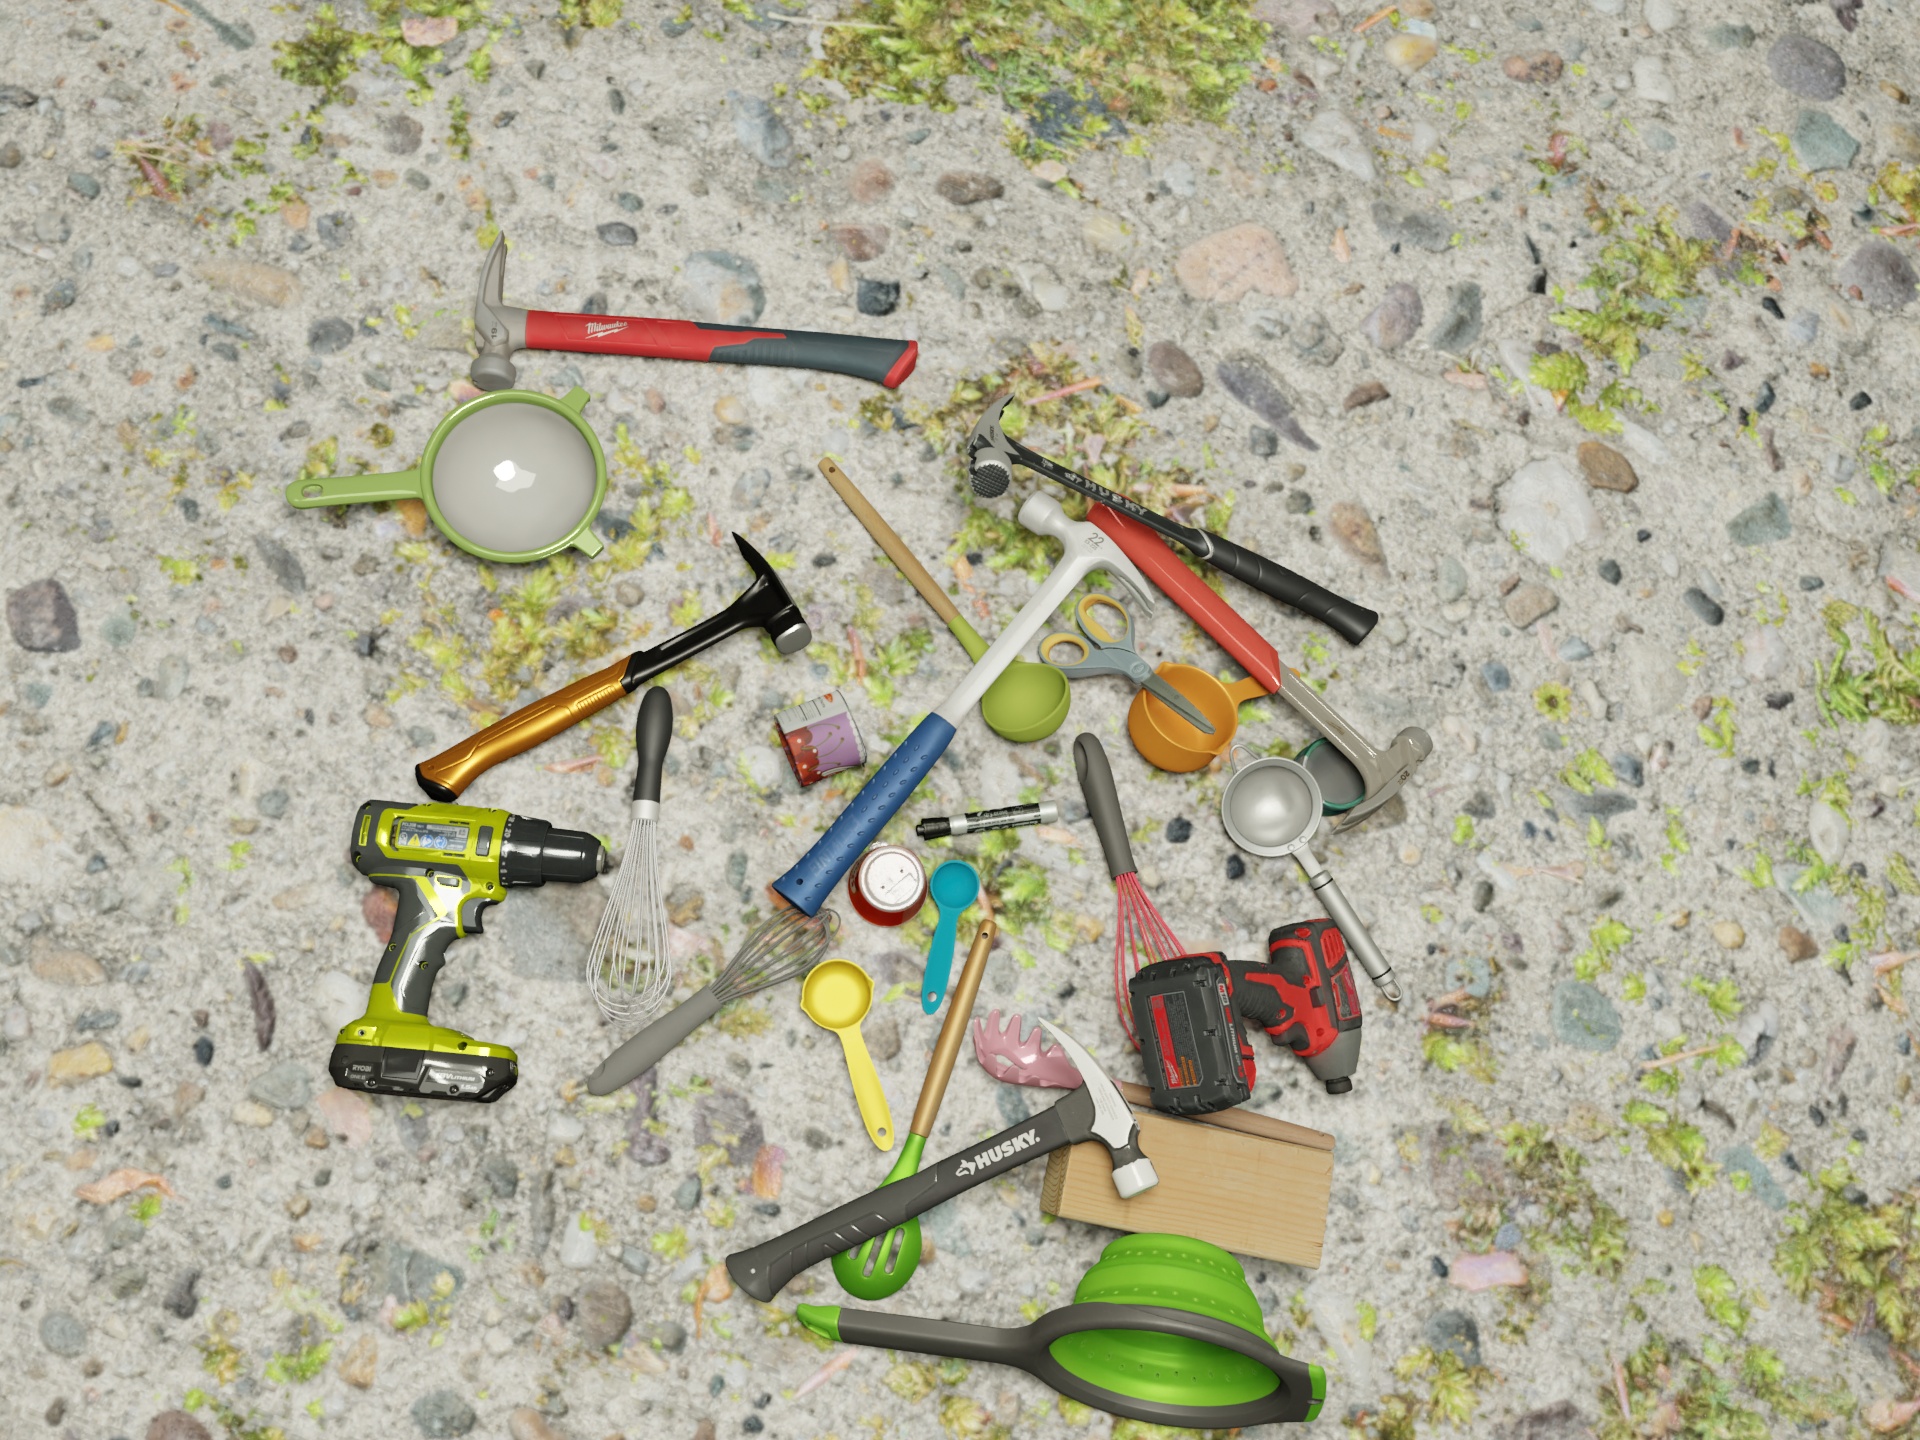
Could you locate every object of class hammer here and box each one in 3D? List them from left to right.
[{"bbox_3d":[-0.295,-0.034,1.315,0.337,0.034,0.127,-29,56,-8],"label":"hammer"},{"bbox_3d":[-0.231,-0.351,1.414,0.386,0.038,0.143,3,74,-6],"label":"hammer"},{"bbox_3d":[-0.028,0.351,1.211,0.335,0.035,0.146,-27,68,6],"label":"hammer"},{"bbox_3d":[-0.002,-0.004,1.298,0.144,0.035,0.405,36,76,13],"label":"hammer"},{"bbox_3d":[0.188,-0.162,1.368,0.408,0.036,0.149,24,34,-16],"label":"hammer"},{"bbox_3d":[0.239,-0.062,1.367,0.359,0.036,0.149,45,49,13],"label":"hammer"}]

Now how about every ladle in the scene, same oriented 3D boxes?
[{"bbox_3d":[-0.021,-0.111,1.370,0.078,0.062,0.320,-37,80,-11],"label":"ladle"}]

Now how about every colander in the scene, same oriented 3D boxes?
[{"bbox_3d":[0.075,0.444,1.209,0.397,0.204,0.095,3,49,11],"label":"colander"}]

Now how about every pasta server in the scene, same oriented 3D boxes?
[{"bbox_3d":[0.158,0.302,1.295,0.316,0.040,0.060,15,32,-5],"label":"pasta server"}]

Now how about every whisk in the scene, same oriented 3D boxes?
[{"bbox_3d":[-0.259,0.105,1.287,0.070,0.070,0.285,4,71,-6],"label":"whisk"},{"bbox_3d":[-0.196,0.223,1.269,0.239,0.055,0.055,-36,83,-10],"label":"whisk"},{"bbox_3d":[0.141,0.148,1.323,0.073,0.073,0.296,-12,72,-10],"label":"whisk"}]

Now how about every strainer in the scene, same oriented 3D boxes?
[{"bbox_3d":[-0.424,-0.191,1.333,0.256,0.069,0.151,-6,79,-8],"label":"strainer"},{"bbox_3d":[0.301,0.129,1.356,0.087,0.050,0.258,-33,88,4],"label":"strainer"}]

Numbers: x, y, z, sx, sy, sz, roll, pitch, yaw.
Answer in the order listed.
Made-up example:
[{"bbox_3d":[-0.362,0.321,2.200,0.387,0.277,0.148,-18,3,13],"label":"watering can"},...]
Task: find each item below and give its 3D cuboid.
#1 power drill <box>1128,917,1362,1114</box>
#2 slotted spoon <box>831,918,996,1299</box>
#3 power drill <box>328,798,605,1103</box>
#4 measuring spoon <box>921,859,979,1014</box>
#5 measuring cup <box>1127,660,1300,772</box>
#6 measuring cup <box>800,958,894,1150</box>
[{"bbox_3d":[0.240,0.240,1.260,0.219,0.078,0.143,-3,78,-43],"label":"power drill"},{"bbox_3d":[-0.027,0.307,1.278,0.070,0.031,0.314,19,73,3],"label":"slotted spoon"},{"bbox_3d":[-0.387,0.178,1.242,0.190,0.080,0.229,6,73,-5],"label":"power drill"},{"bbox_3d":[-0.015,0.179,1.320,0.042,0.021,0.129,13,84,-11],"label":"measuring spoon"},{"bbox_3d":[0.221,-0.009,1.380,0.173,0.052,0.095,-17,67,-31],"label":"measuring cup"},{"bbox_3d":[-0.084,0.269,1.278,0.062,0.029,0.156,-17,79,-11],"label":"measuring cup"}]
